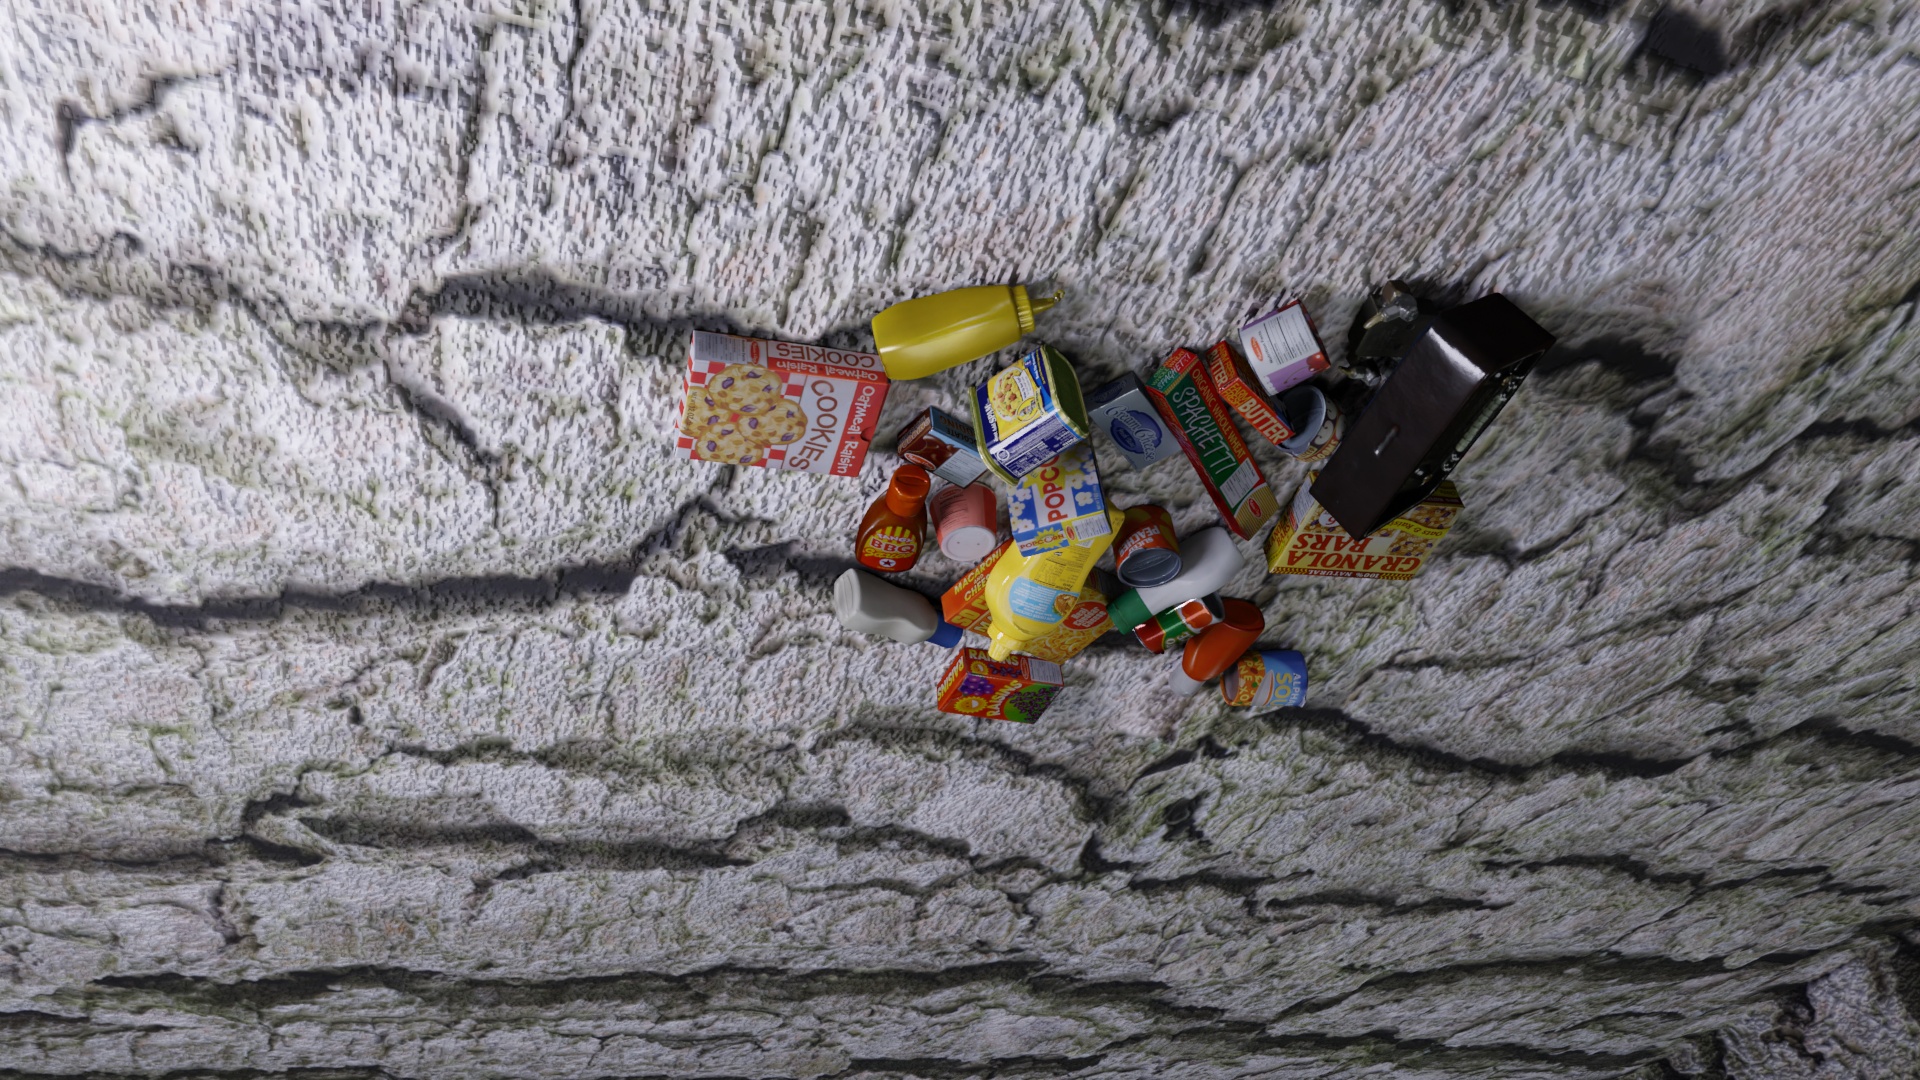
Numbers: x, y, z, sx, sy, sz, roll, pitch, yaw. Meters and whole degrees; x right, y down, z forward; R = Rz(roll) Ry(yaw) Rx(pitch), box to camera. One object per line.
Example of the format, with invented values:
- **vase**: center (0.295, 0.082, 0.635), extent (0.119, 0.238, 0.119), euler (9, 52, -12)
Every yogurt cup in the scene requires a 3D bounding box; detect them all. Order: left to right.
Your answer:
- **yogurt cup**: center (0.005, -0.017, 1.348), extent (0.072, 0.054, 0.072), euler (-5, 141, -4)

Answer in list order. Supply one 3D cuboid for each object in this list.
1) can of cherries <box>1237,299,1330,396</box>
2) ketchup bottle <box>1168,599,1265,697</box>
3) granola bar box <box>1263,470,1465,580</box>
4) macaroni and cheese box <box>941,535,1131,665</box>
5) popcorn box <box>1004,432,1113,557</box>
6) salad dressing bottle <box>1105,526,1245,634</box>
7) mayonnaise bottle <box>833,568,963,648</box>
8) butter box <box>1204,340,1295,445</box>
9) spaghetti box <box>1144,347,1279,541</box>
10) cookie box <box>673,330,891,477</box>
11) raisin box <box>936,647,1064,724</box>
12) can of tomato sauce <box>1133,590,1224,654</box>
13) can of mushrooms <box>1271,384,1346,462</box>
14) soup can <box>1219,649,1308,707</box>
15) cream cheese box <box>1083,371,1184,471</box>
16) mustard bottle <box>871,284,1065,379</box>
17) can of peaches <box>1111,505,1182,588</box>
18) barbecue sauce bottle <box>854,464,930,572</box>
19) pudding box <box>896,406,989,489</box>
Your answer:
- **can of cherries**: center (0.281, -0.167, 1.201), extent (0.058, 0.072, 0.071), euler (-26, 138, 20)
- **ketchup bottle**: center (0.285, 0.126, 1.581), extent (0.065, 0.044, 0.148), euler (9, 139, -18)
- **granola bar box**: center (0.413, -0.013, 1.433), extent (0.166, 0.039, 0.123), euler (3, 140, -14)
- **macaroni and cheese box**: center (0.082, 0.065, 1.473), extent (0.166, 0.040, 0.123), euler (23, 131, -33)
- **popcorn box**: center (0.085, -0.051, 1.261), extent (0.085, 0.127, 0.038), euler (-16, 138, 10)
- **salad dressing bottle**: center (0.220, 0.043, 1.434), extent (0.147, 0.064, 0.044), euler (-33, 136, 8)
- **mayonnaise bottle**: center (-0.063, 0.078, 1.450), extent (0.148, 0.065, 0.041), euler (22, 132, -37)
- **butter box**: center (0.260, -0.132, 1.248), extent (0.024, 0.053, 0.103), euler (-33, 135, 26)
- **spaghetti box**: center (0.240, -0.086, 1.305), extent (0.050, 0.029, 0.249), euler (-47, 137, -6)
- **cookie box**: center (-0.157, -0.115, 1.209), extent (0.168, 0.040, 0.122), euler (6, 139, -16)
- **raisin box**: center (0.045, 0.169, 1.598), extent (0.123, 0.040, 0.085), euler (11, 139, -21)
- **can of tomato sauce**: center (0.233, 0.077, 1.491), extent (0.083, 0.071, 0.071), euler (-31, 136, 26)
- **can of mushrooms**: center (0.319, -0.105, 1.278), extent (0.033, 0.071, 0.070), euler (22, 133, -34)
- **soup can**: center (0.353, 0.162, 1.615), extent (0.084, 0.072, 0.071), euler (1, 141, -11)
- **cream cheese box**: center (0.161, -0.109, 1.283), extent (0.053, 0.024, 0.103), euler (-27, 138, 20)
- **mustard bottle**: center (0.010, -0.178, 1.142), extent (0.160, 0.065, 0.048), euler (-14, 137, 2)
- **can of peaches**: center (0.186, 0.005, 1.402), extent (0.071, 0.058, 0.071), euler (-4, 141, -3)
- **barbecue sauce bottle**: center (-0.060, -0.021, 1.318), extent (0.065, 0.044, 0.147), euler (9, 150, -9)
- **pudding box**: center (-0.012, -0.085, 1.280), extent (0.083, 0.030, 0.049), euler (25, 133, -34)
